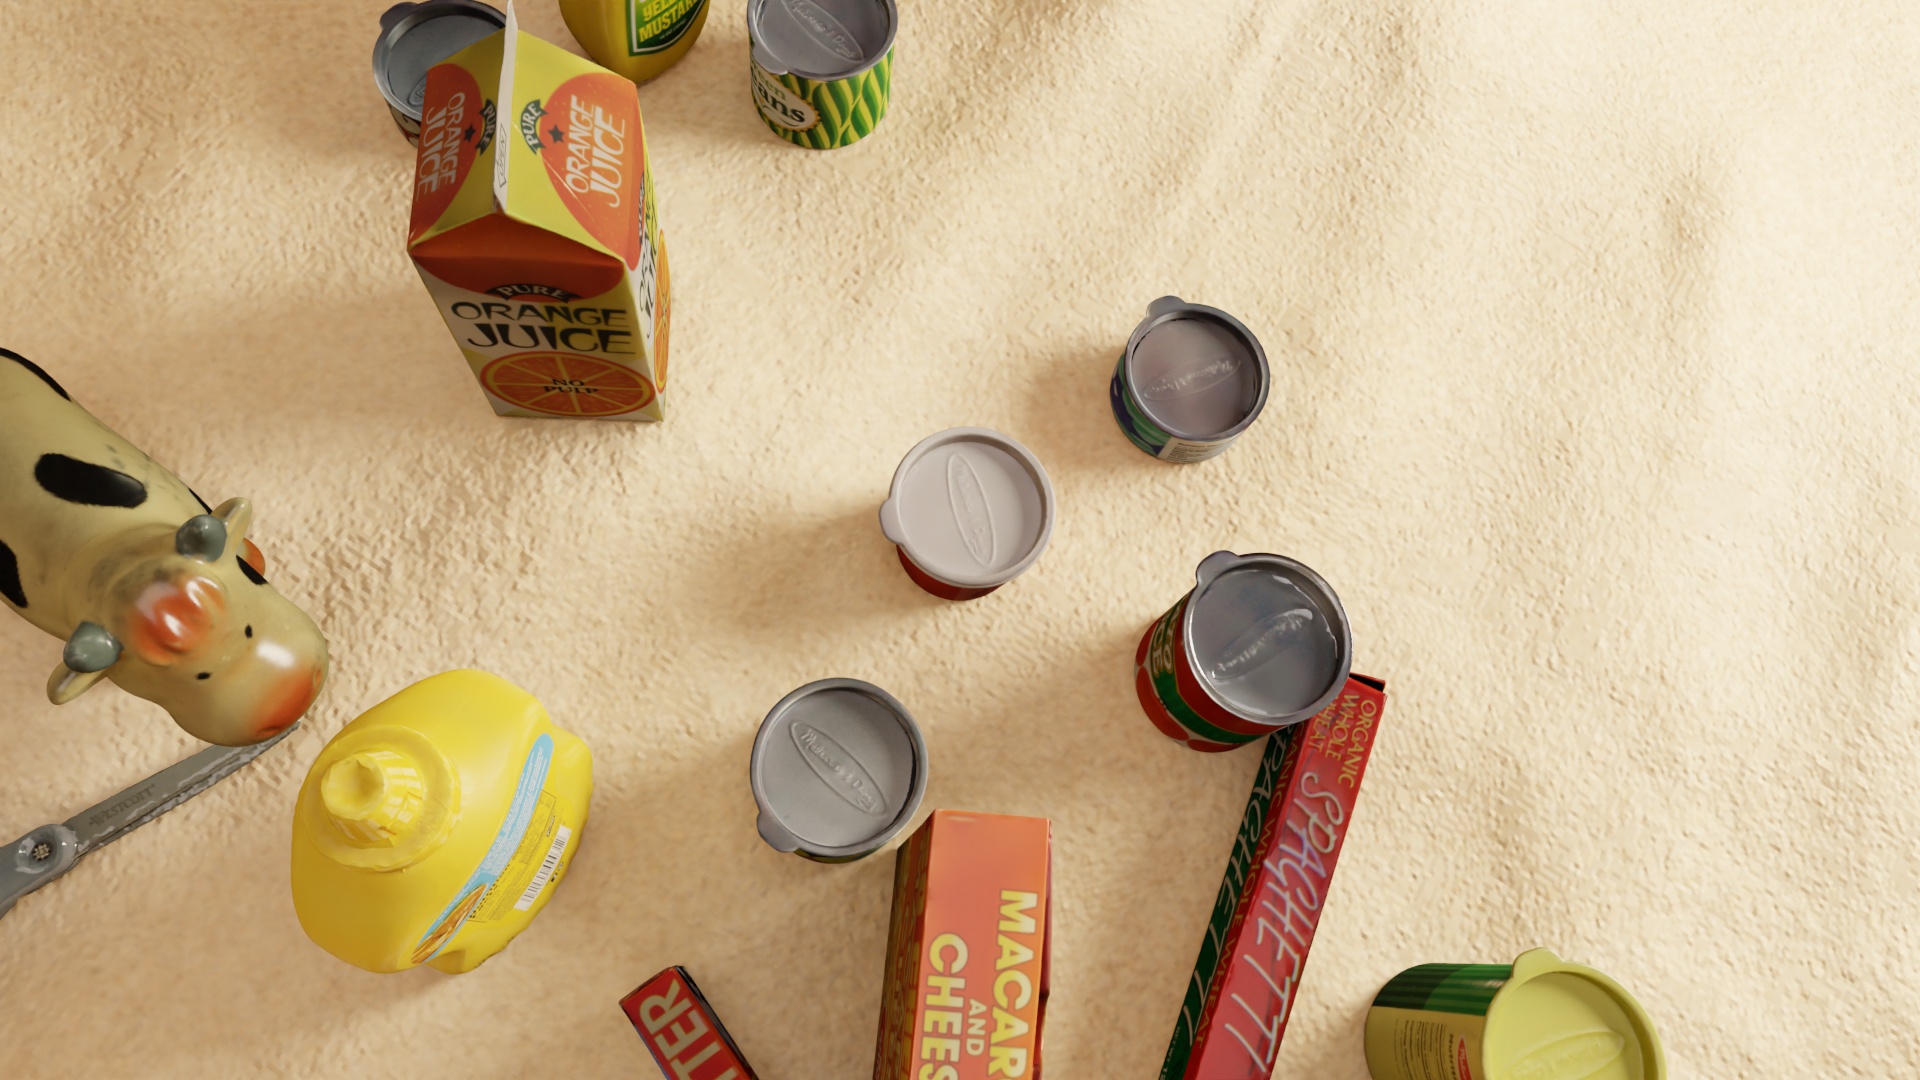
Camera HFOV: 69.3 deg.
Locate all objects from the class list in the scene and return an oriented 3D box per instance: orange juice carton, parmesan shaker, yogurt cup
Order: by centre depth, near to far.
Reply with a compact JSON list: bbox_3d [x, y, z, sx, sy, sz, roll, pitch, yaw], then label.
[{"bbox_3d":[0.200,0.188,0.516,0.071,0.102,0.071,2,73,-6],"label":"parmesan shaker"},{"bbox_3d":[-0.153,-0.112,0.518,0.073,0.192,0.072,1,73,-6],"label":"orange juice carton"},{"bbox_3d":[0.002,-0.007,0.578,0.072,0.053,0.072,2,73,-6],"label":"yogurt cup"}]

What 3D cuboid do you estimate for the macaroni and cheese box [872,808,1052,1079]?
[{"bbox_3d":[-0.003,0.160,0.466,0.040,0.166,0.124,7,73,-5],"label":"macaroni and cheese box"}]

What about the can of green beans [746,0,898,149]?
[{"bbox_3d":[-0.063,-0.222,0.634,0.071,0.057,0.071,2,73,-6],"label":"can of green beans"}]

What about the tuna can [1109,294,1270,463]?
[{"bbox_3d":[0.100,-0.072,0.621,0.071,0.032,0.071,2,73,-6],"label":"tuna can"}]

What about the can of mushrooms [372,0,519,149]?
[{"bbox_3d":[-0.226,-0.207,0.622,0.071,0.033,0.071,2,73,-6],"label":"can of mushrooms"}]

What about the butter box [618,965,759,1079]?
[{"bbox_3d":[-0.084,0.203,0.503,0.024,0.053,0.103,-34,80,-15],"label":"butter box"}]

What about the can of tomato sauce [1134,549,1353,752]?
[{"bbox_3d":[0.109,0.046,0.559,0.071,0.083,0.071,2,73,-6],"label":"can of tomato sauce"}]

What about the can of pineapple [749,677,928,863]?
[{"bbox_3d":[-0.050,0.092,0.539,0.071,0.057,0.071,2,73,-6],"label":"can of pineapple"}]

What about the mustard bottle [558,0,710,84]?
[{"bbox_3d":[-0.141,-0.260,0.582,0.049,0.159,0.065,42,73,6],"label":"mustard bottle"}]

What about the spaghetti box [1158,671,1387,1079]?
[{"bbox_3d":[0.111,0.167,0.539,0.029,0.050,0.251,23,72,0],"label":"spaghetti box"}]
